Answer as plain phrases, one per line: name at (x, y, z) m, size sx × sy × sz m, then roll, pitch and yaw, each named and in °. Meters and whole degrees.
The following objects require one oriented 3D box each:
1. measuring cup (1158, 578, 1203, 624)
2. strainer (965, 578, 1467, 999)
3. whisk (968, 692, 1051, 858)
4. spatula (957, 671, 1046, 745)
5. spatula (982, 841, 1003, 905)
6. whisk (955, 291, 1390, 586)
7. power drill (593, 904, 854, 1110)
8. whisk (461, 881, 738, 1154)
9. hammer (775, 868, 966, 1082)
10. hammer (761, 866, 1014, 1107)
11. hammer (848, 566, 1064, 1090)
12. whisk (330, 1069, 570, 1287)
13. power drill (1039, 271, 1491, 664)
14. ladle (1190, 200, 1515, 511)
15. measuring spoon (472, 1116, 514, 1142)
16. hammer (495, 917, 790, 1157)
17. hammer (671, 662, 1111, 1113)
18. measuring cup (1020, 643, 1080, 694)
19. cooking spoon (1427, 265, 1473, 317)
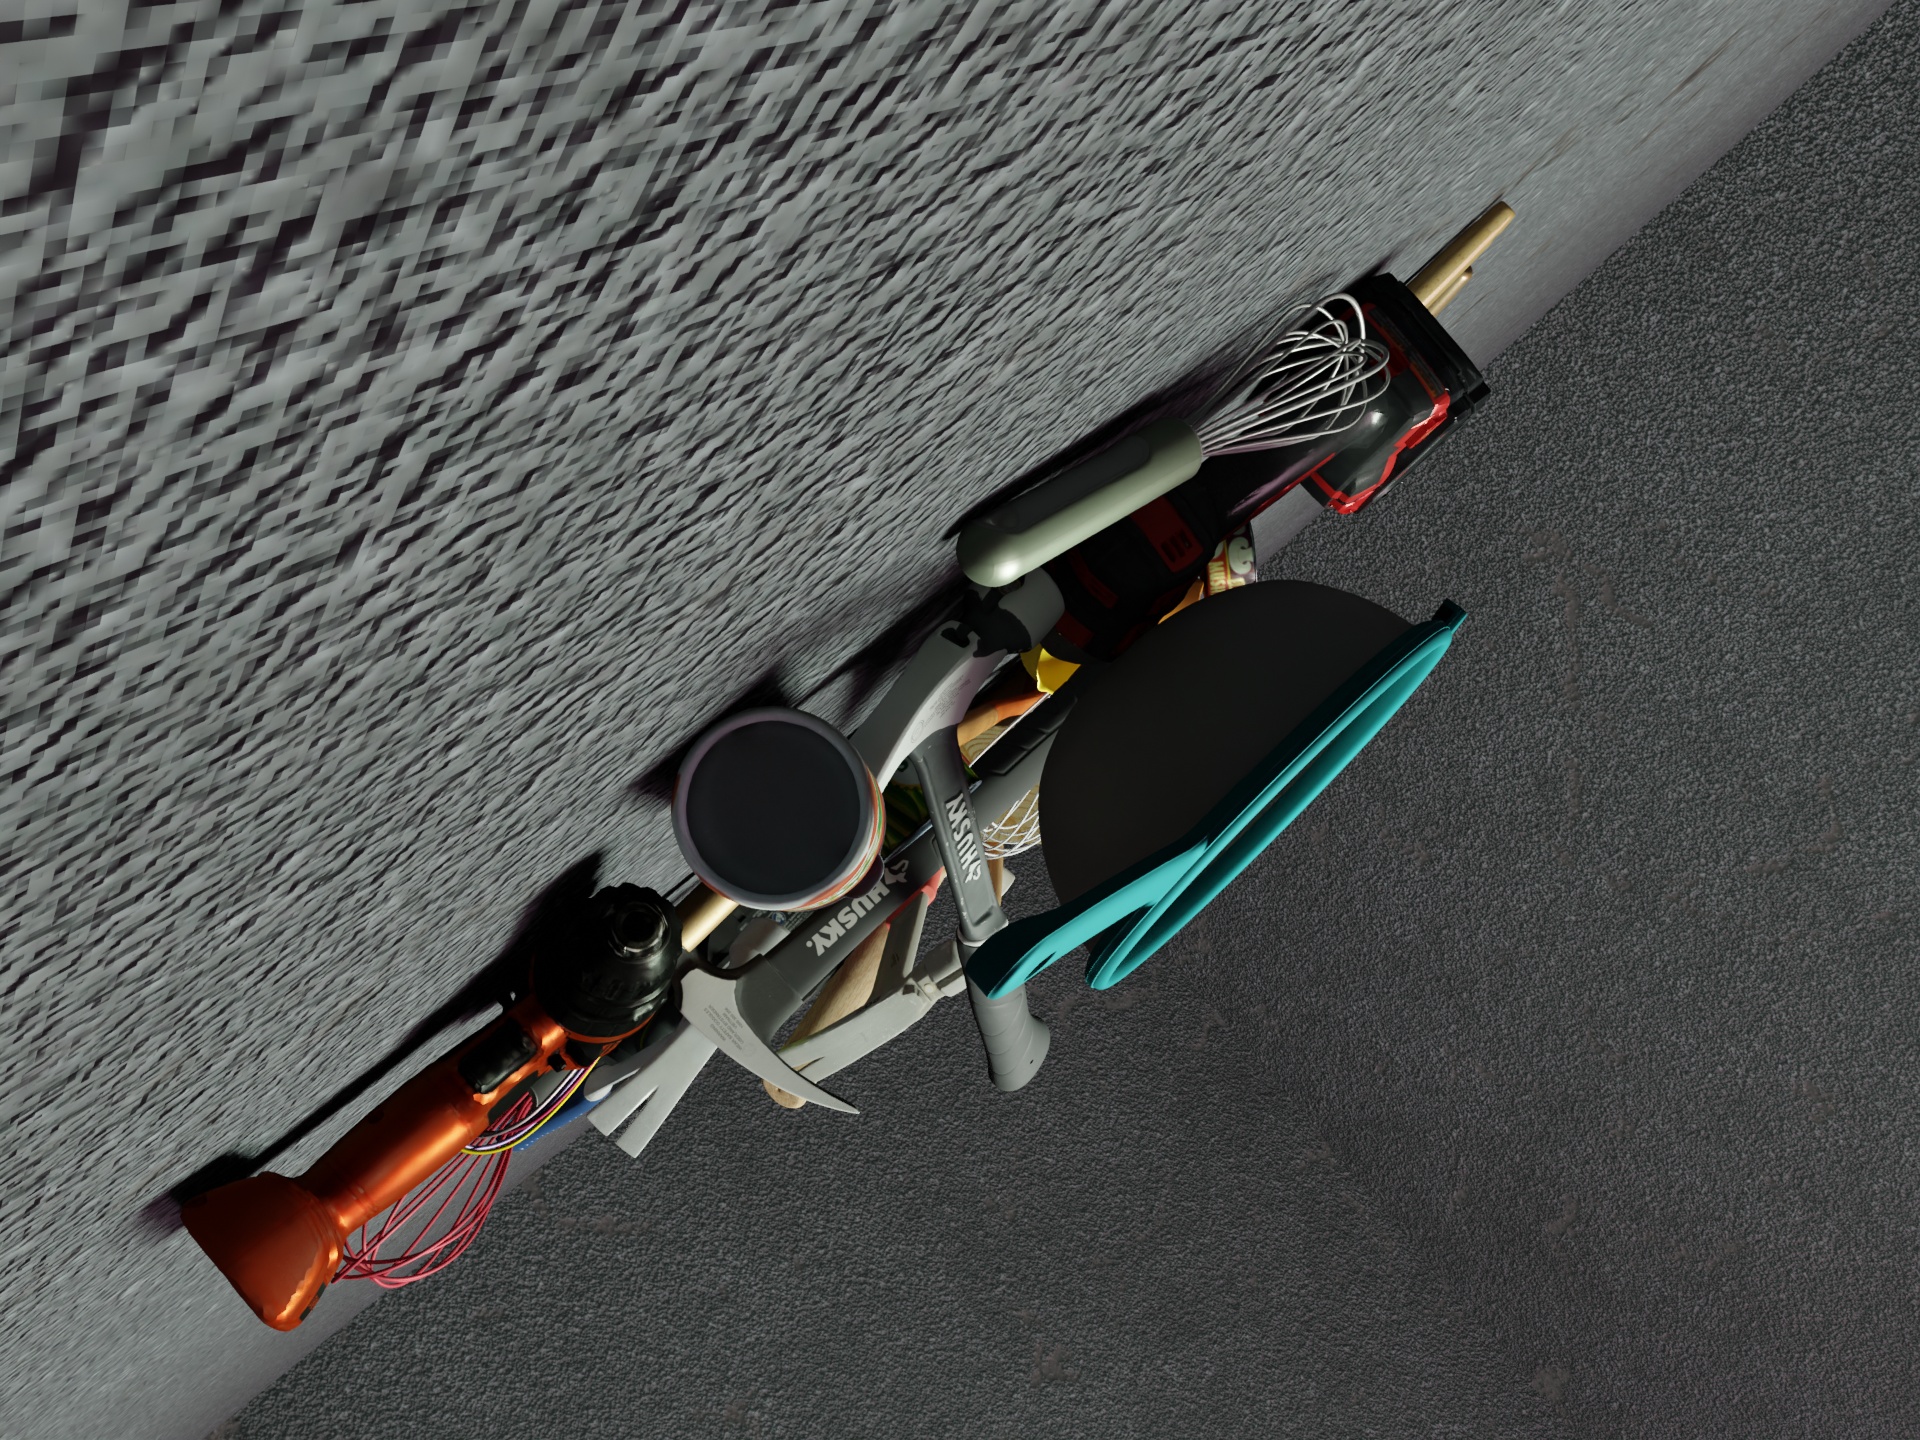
measuring cup at (0.124, -0.087, 1.083) m, size 0.174 × 0.052 × 0.095 m, roll -77°, pitch -172°, yaw -52°
strainer at (0.070, 0.021, 0.626) m, size 0.211 × 0.095 × 0.340 m, roll -52°, pitch 163°, yaw 28°
whisk at (0.084, -0.032, 0.988) m, size 0.284 × 0.070 × 0.070 m, roll -56°, pitch 173°, yaw 8°
spatula at (-0.002, -0.003, 0.997) m, size 0.322 × 0.041 × 0.081 m, roll -29°, pitch 168°, yaw -50°
spatula at (0.033, 0.050, 1.225) m, size 0.082 × 0.044 × 0.318 m, roll -39°, pitch -157°, yaw 23°
whisk at (0.085, -0.105, 0.593) m, size 0.246 × 0.058 × 0.059 m, roll -33°, pitch 133°, yaw -37°
power drill at (-0.147, 0.167, 1.105) m, size 0.190 × 0.080 × 0.228 m, roll -45°, pitch -178°, yaw -39°
whisk at (-0.161, 0.121, 0.790) m, size 0.245 × 0.047 × 0.051 m, roll -44°, pitch 175°, yaw -11°
hammer at (-0.039, 0.125, 1.163) m, size 0.149 × 0.036 × 0.359 m, roll -33°, pitch -164°, yaw 18°
hammer at (-0.065, 0.170, 1.207) m, size 0.031 × 0.130 × 0.331 m, roll -45°, pitch -175°, yaw 36°
hammer at (0.006, 0.096, 0.766) m, size 0.149 × 0.036 × 0.408 m, roll -49°, pitch 154°, yaw -21°
whisk at (-0.251, 0.216, 0.867) m, size 0.073 × 0.073 × 0.296 m, roll -42°, pitch -178°, yaw 19°
power drill at (0.124, -0.102, 0.732) m, size 0.219 × 0.078 × 0.143 m, roll -35°, pitch 173°, yaw -21°
ladle at (0.181, -0.166, 0.887) m, size 0.315 × 0.031 × 0.069 m, roll -44°, pitch 176°, yaw 24°
measuring spoon at (-0.303, 0.239, 0.933) m, size 0.042 × 0.021 × 0.128 m, roll -37°, pitch 168°, yaw 17°
hammer at (-0.230, 0.232, 1.007) m, size 0.144 × 0.035 × 0.405 m, roll -52°, pitch -171°, yaw -36°
hammer at (-0.005, 0.063, 0.861) m, size 0.335 × 0.146 × 0.035 m, roll -42°, pitch 178°, yaw -12°
measuring cup at (0.082, -0.020, 0.951) m, size 0.062 × 0.029 × 0.156 m, roll -42°, pitch 138°, yaw -2°
cooking spoon at (0.224, -0.185, 1.038) m, size 0.318 × 0.017 × 0.069 m, roll -49°, pitch -172°, yaw 51°
